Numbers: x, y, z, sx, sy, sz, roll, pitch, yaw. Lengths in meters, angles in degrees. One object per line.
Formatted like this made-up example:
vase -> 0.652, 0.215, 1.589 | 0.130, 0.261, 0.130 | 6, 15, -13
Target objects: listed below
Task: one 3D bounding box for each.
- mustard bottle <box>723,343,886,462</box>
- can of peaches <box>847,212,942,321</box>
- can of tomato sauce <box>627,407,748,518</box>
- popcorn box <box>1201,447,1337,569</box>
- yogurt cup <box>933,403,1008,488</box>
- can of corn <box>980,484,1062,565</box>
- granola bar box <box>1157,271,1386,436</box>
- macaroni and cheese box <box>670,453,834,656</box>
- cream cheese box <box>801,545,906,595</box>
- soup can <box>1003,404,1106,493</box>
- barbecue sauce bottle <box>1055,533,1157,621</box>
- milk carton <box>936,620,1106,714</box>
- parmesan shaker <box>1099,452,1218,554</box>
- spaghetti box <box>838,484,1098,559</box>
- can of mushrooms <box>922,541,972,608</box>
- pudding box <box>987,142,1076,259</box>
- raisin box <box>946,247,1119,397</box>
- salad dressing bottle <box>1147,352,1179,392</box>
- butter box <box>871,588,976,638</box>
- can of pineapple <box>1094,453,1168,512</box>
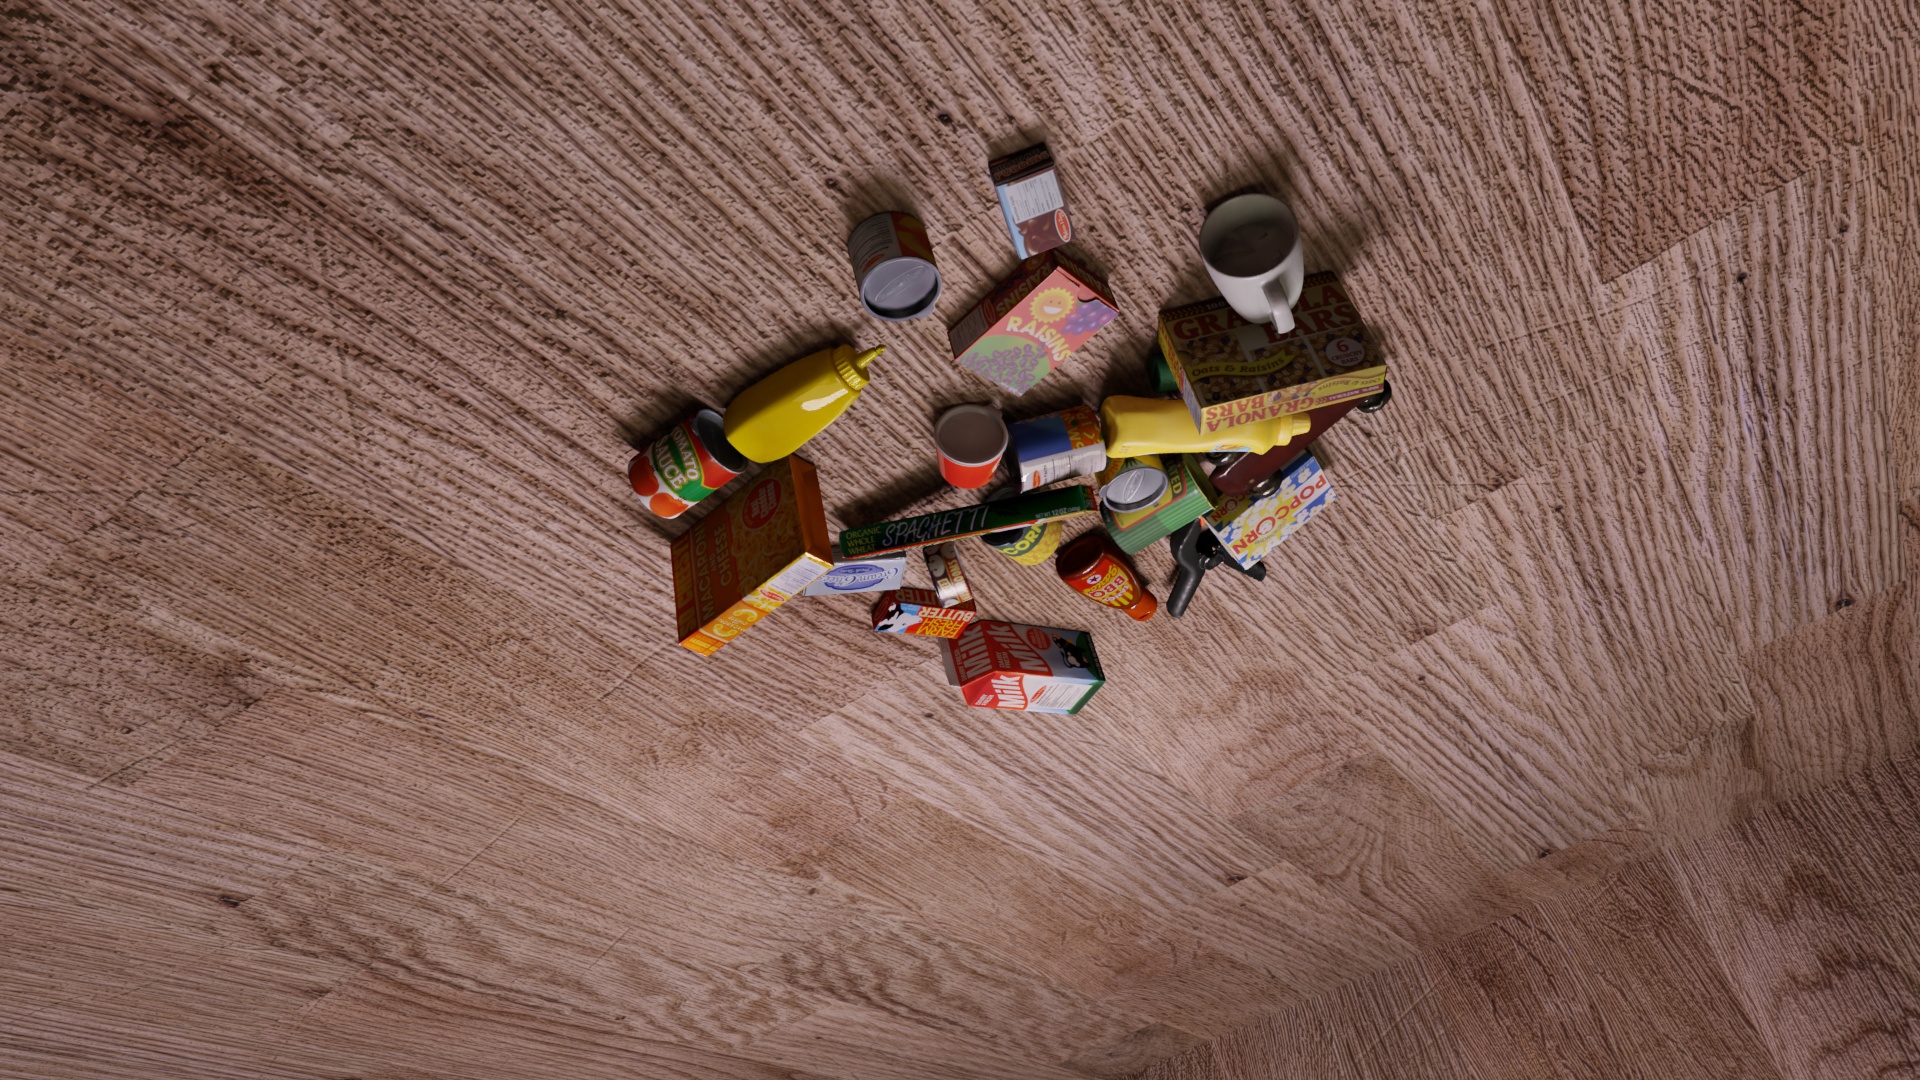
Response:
mustard bottle -> -0.127, -0.127, 1.193 | 0.160, 0.049, 0.065 | -30, 140, 17
can of peaches -> -0.051, -0.215, 1.099 | 0.071, 0.058, 0.071 | -10, 142, -8
can of tomato sauce -> -0.240, -0.067, 1.213 | 0.083, 0.071, 0.071 | -32, 140, 21
popcorn box -> 0.323, -0.037, 1.450 | 0.126, 0.038, 0.085 | -39, 138, 6
yogurt cup -> 0.008, -0.084, 1.284 | 0.072, 0.072, 0.053 | -9, 150, -9
can of corn -> 0.061, -0.013, 1.386 | 0.071, 0.071, 0.058 | -35, 140, 23
granola bar box -> 0.271, -0.167, 1.220 | 0.166, 0.125, 0.039 | -14, 142, -2
macaroni and cheese box -> -0.196, 0.014, 1.285 | 0.166, 0.124, 0.040 | -35, 137, 24
cream cheese box -> -0.109, 0.029, 1.417 | 0.104, 0.024, 0.053 | -4, 142, -15
soup can -> 0.086, -0.089, 1.302 | 0.084, 0.071, 0.071 | -15, 143, -8
barbecue sauce bottle -> 0.166, 0.045, 1.521 | 0.064, 0.044, 0.148 | -32, 140, 20
milk carton -> 0.063, 0.145, 1.587 | 0.191, 0.072, 0.073 | 8, 137, -29
parmesan shaker -> 0.200, -0.036, 1.406 | 0.103, 0.071, 0.071 | -32, 140, 21
spaghetti box -> 0.005, -0.017, 1.334 | 0.250, 0.028, 0.050 | -11, 176, 17
can of mushrooms -> -0.013, 0.035, 1.421 | 0.033, 0.071, 0.070 | -19, 143, 2
pudding box -> 0.057, -0.266, 1.096 | 0.049, 0.030, 0.083 | -21, 143, 5
raisin box -> 0.062, -0.187, 1.191 | 0.123, 0.040, 0.086 | -39, 136, 27
salad dressing bottle -> 0.249, -0.163, 1.284 | 0.148, 0.044, 0.064 | -8, 147, -9
butter box -> -0.040, 0.079, 1.506 | 0.103, 0.024, 0.052 | 7, 138, -27
can of pineapple -> 0.162, -0.070, 1.360 | 0.071, 0.058, 0.070 | -10, 142, -8
